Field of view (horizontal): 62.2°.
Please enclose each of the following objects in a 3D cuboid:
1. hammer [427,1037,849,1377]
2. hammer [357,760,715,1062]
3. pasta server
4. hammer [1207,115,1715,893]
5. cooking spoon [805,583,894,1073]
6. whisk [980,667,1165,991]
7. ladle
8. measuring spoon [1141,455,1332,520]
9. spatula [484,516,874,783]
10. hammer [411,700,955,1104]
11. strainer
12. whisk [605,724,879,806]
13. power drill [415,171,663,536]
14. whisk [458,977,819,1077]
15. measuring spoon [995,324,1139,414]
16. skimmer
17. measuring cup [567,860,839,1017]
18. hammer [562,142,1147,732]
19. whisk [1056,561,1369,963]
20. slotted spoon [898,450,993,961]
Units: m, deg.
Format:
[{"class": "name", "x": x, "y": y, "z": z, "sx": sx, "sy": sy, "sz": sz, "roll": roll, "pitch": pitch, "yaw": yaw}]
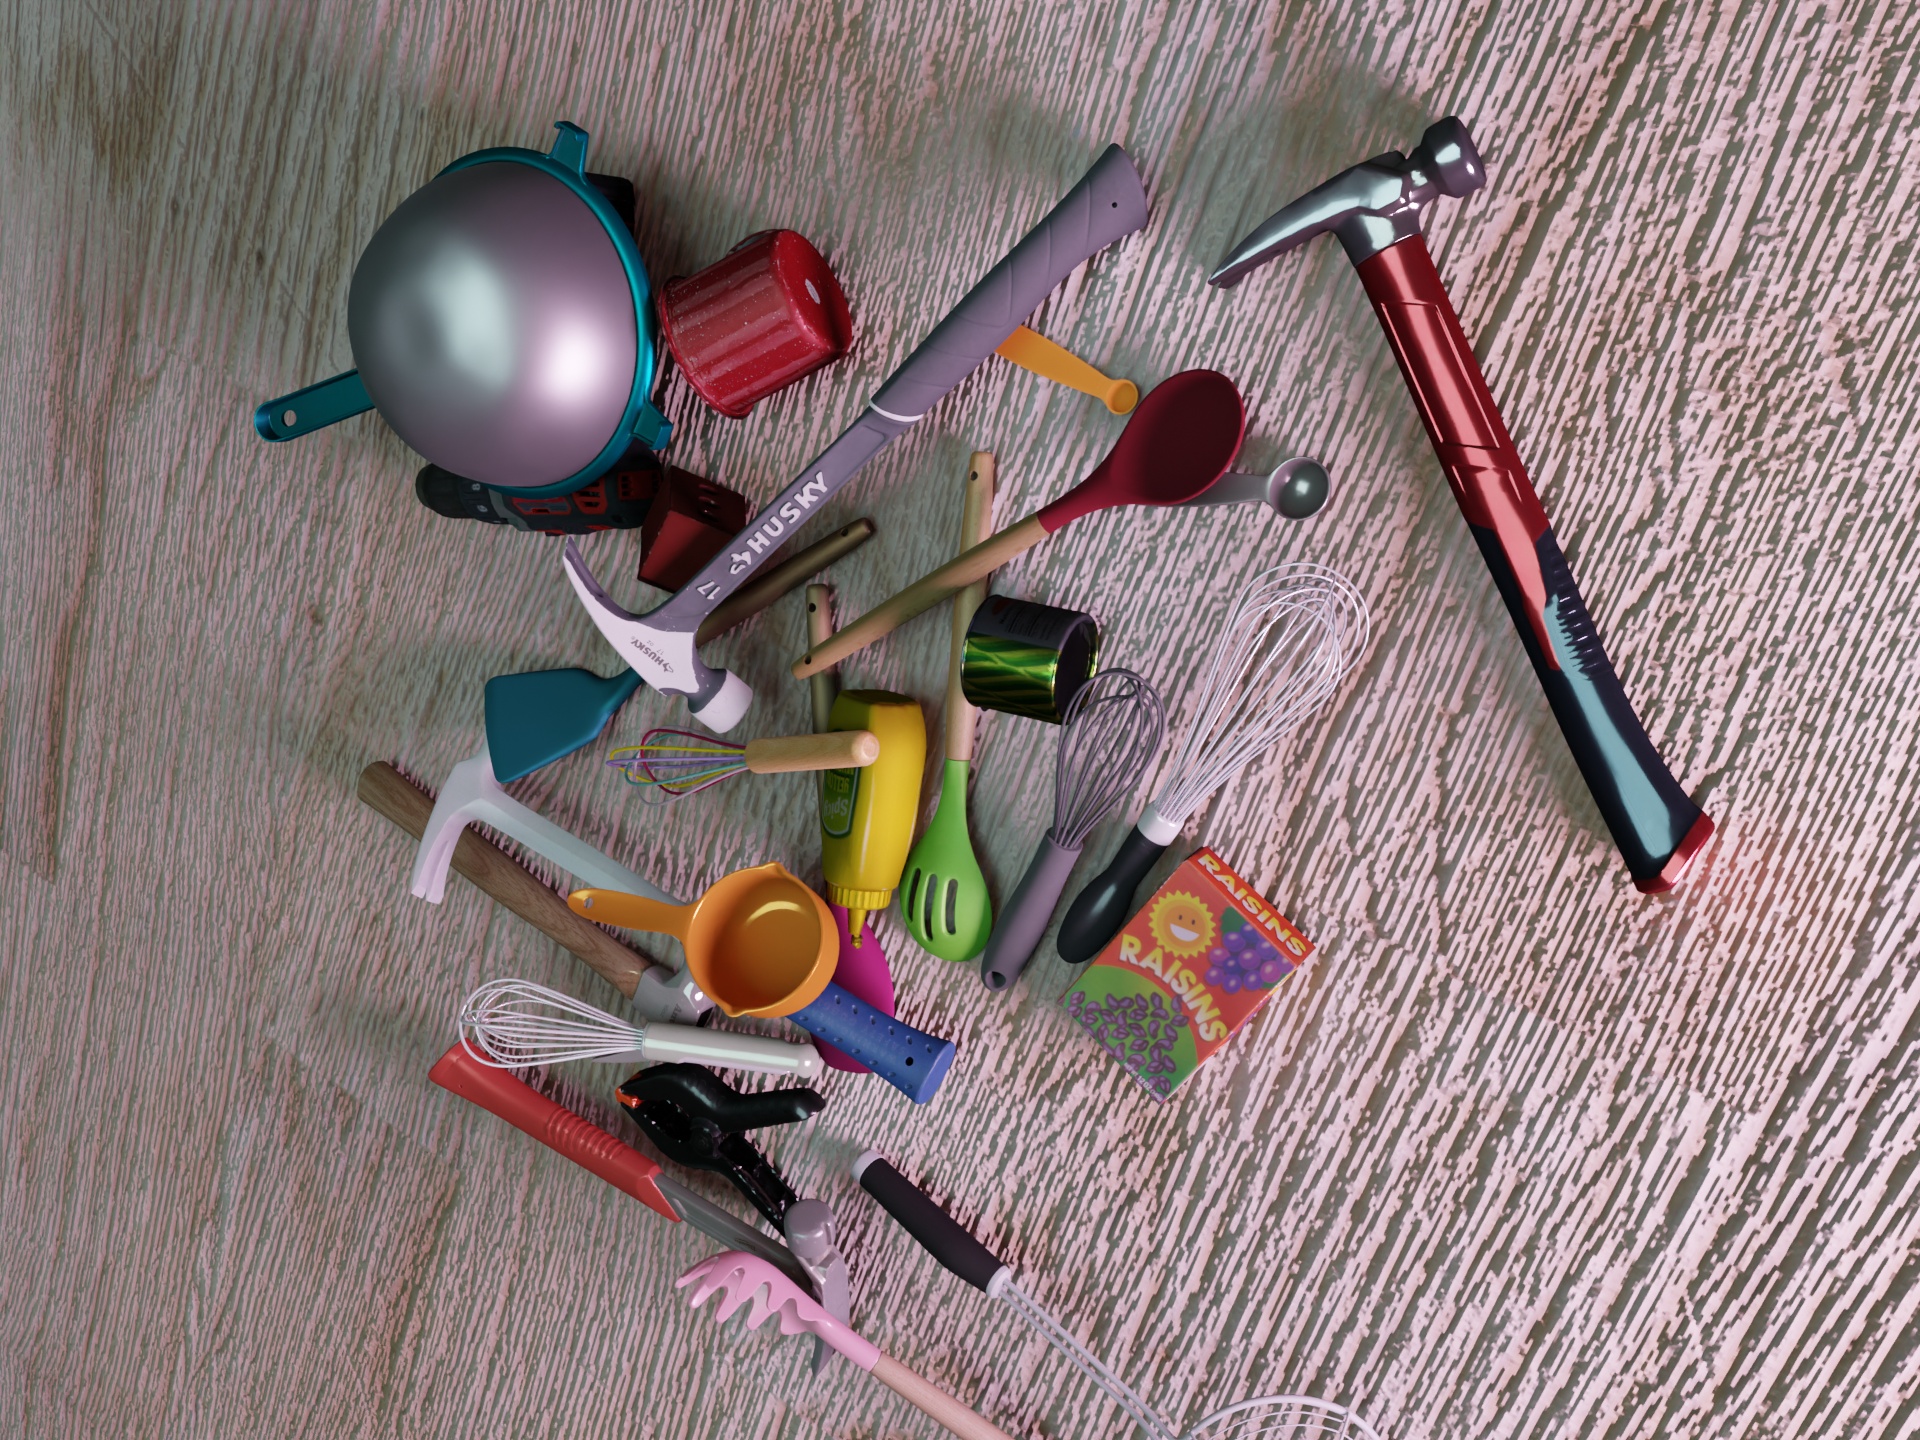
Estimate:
[{"class": "hammer", "x": -0.229, "y": 0.317, "z": 1.099, "sx": 0.359, "sy": 0.037, "sz": 0.149, "roll": 21, "pitch": 130, "yaw": 26}, {"class": "hammer", "x": -0.309, "y": 0.127, "z": 1.131, "sx": 0.331, "sy": 0.031, "sz": 0.130, "roll": 31, "pitch": 111, "yaw": 20}, {"class": "pasta server", "x": -0.034, "y": 0.420, "z": 0.986, "sx": 0.316, "sy": 0.040, "sz": 0.060, "roll": 34, "pitch": 142, "yaw": 0}, {"class": "hammer", "x": 0.260, "y": -0.092, "z": 0.797, "sx": 0.143, "sy": 0.038, "sz": 0.386, "roll": -24, "pitch": 87, "yaw": 30}, {"class": "cooking spoon", "x": -0.081, "y": 0.073, "z": 1.011, "sx": 0.069, "sy": 0.017, "sz": 0.319, "roll": 1, "pitch": 100, "yaw": 27}, {"class": "whisk", "x": 0.056, "y": 0.069, "z": 0.912, "sx": 0.055, "sy": 0.055, "sz": 0.238, "roll": 34, "pitch": 123, "yaw": 19}, {"class": "ladle", "x": 0.026, "y": -0.099, "z": 0.904, "sx": 0.315, "sy": 0.031, "sz": 0.069, "roll": -29, "pitch": 67, "yaw": 23}, {"class": "measuring spoon", "x": 0.145, "y": -0.125, "z": 0.867, "sx": 0.124, "sy": 0.018, "sz": 0.034, "roll": 6, "pitch": 89, "yaw": 33}, {"class": "spatula", "x": -0.186, "y": -0.054, "z": 1.030, "sx": 0.317, "sy": 0.044, "sz": 0.082, "roll": -28, "pitch": 61, "yaw": 26}, {"class": "hammer", "x": -0.186, "y": 0.134, "z": 1.033, "sx": 0.406, "sy": 0.035, "sz": 0.144, "roll": 27, "pitch": 81, "yaw": 21}, {"class": "strainer", "x": -0.346, "y": -0.221, "z": 0.976, "sx": 0.340, "sy": 0.095, "sz": 0.211, "roll": -11, "pitch": 99, "yaw": 29}, {"class": "whisk", "x": -0.137, "y": 0.024, "z": 0.991, "sx": 0.245, "sy": 0.051, "sz": 0.047, "roll": -5, "pitch": 118, "yaw": 43}, {"class": "power drill", "x": -0.287, "y": -0.234, "z": 1.038, "sx": 0.188, "sy": 0.080, "sz": 0.226, "roll": 4, "pitch": 103, "yaw": 27}, {"class": "whisk", "x": -0.214, "y": 0.211, "z": 1.050, "sx": 0.246, "sy": 0.057, "sz": 0.059, "roll": 6, "pitch": 74, "yaw": 7}, {"class": "measuring spoon", "x": 0.053, "y": -0.204, "z": 0.903, "sx": 0.117, "sy": 0.011, "sz": 0.021, "roll": 33, "pitch": 106, "yaw": 23}, {"class": "skimmer", "x": 0.085, "y": 0.371, "z": 0.968, "sx": 0.364, "sy": 0.090, "sz": 0.127, "roll": 33, "pitch": 115, "yaw": 30}, {"class": "measuring cup", "x": -0.157, "y": 0.130, "z": 0.980, "sx": 0.174, "sy": 0.052, "sz": 0.095, "roll": 9, "pitch": 74, "yaw": 18}, {"class": "hammer", "x": -0.055, "y": -0.167, "z": 0.902, "sx": 0.409, "sy": 0.036, "sz": 0.149, "roll": -42, "pitch": 117, "yaw": 15}, {"class": "whisk", "x": 0.127, "y": 0.032, "z": 0.879, "sx": 0.070, "sy": 0.070, "sz": 0.284, "roll": 40, "pitch": 118, "yaw": 16}, {"class": "slotted spoon", "x": -0.002, "y": -0.003, "z": 0.953, "sx": 0.070, "sy": 0.031, "sz": 0.313, "roll": 12, "pitch": 102, "yaw": 34}]
